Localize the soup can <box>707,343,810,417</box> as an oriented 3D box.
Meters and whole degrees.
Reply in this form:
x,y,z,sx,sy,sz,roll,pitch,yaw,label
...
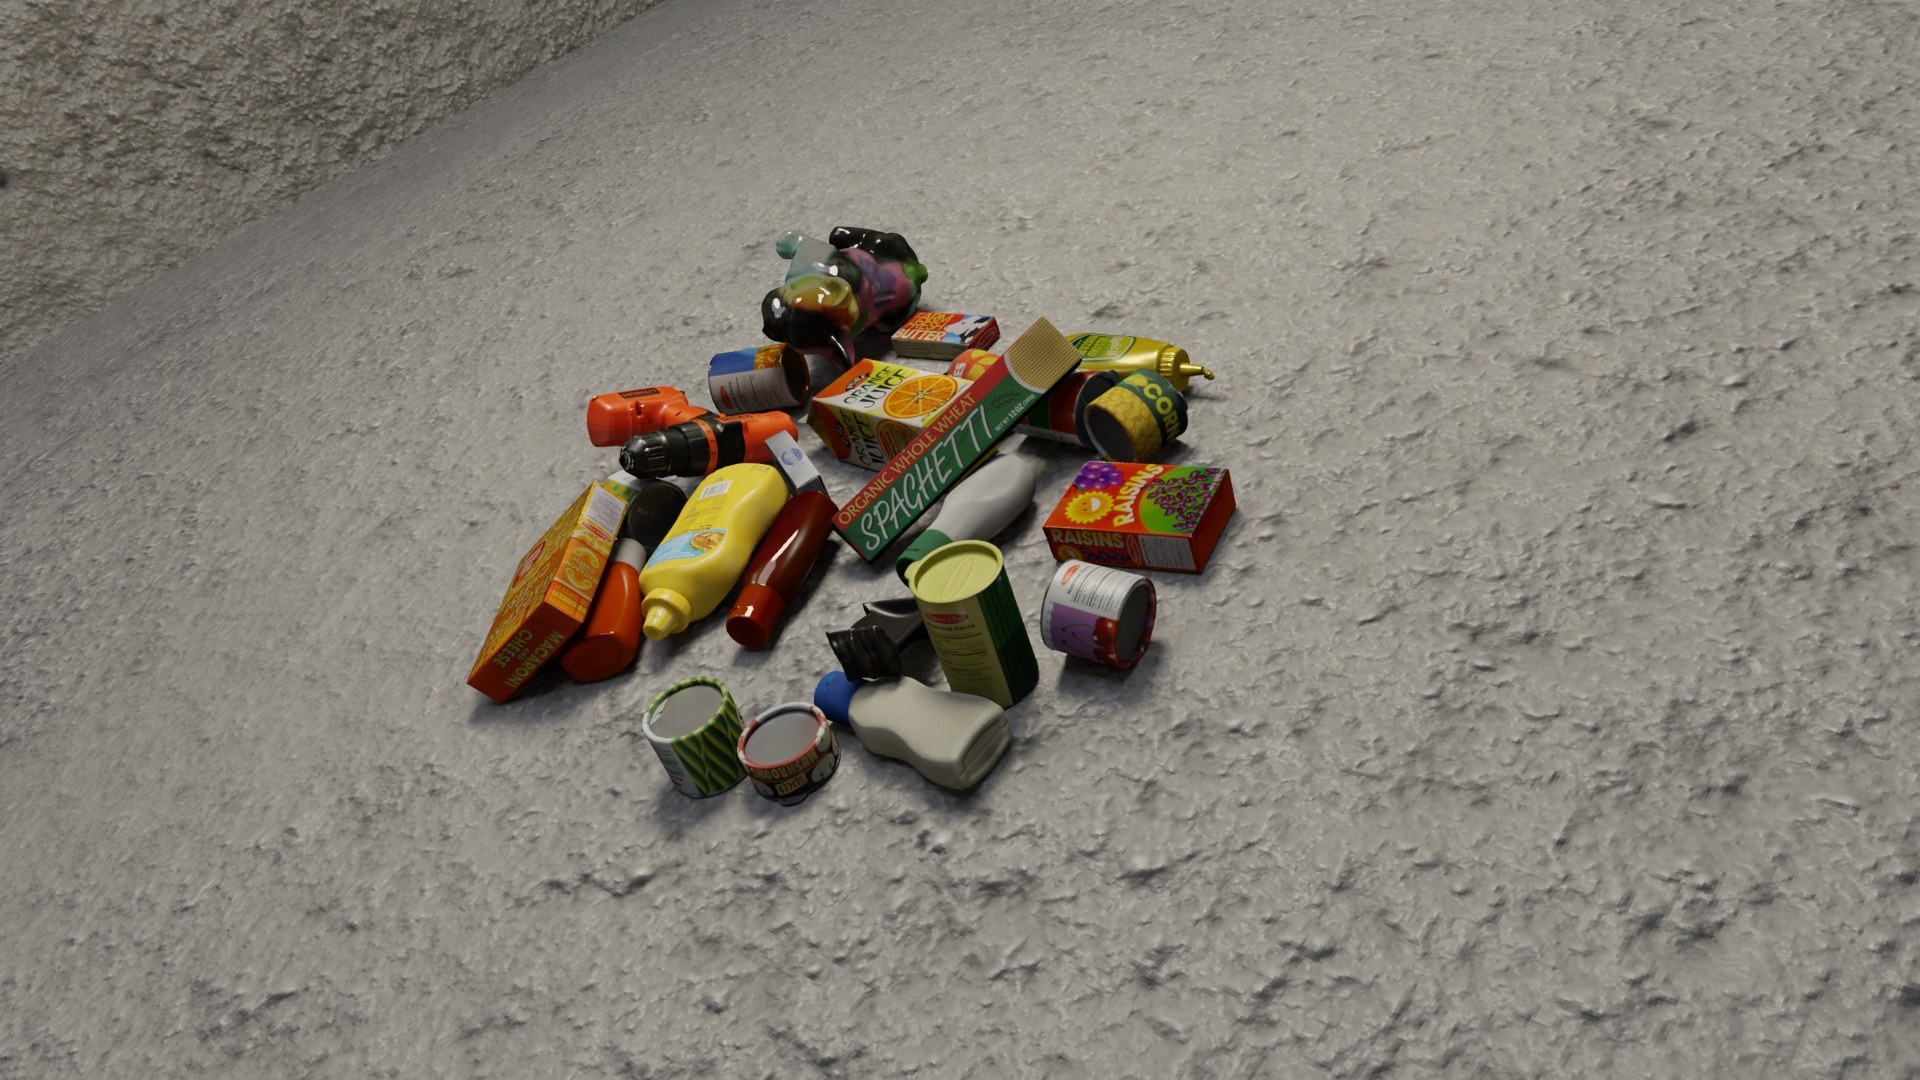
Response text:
x,y,z,sx,sy,sz,roll,pitch,yaw,label
-0.203,-0.165,1.414,0.084,0.071,0.072,-7,36,18,soup can

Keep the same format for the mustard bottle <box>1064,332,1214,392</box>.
x,y,z,sx,sy,sz,roll,pitch,yaw,label
0.152,-0.153,1.235,0.160,0.048,0.066,6,43,33,mustard bottle

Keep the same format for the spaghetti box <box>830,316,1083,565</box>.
x,y,z,sx,sy,sz,roll,pitch,yaw,label
-0.003,-0.082,1.150,0.250,0.050,0.028,-44,-5,-4,spaghetti box

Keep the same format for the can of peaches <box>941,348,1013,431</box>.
x,y,z,sx,sy,sz,roll,pitch,yaw,label
0.026,-0.135,1.256,0.071,0.071,0.058,-38,39,-24,can of peaches

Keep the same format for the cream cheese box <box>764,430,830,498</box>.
x,y,z,sx,sy,sz,roll,pitch,yaw,label
-0.141,-0.054,1.240,0.024,0.053,0.104,-29,35,-9,cream cheese box

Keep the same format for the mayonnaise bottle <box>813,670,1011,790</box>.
x,y,z,sx,sy,sz,roll,pitch,yaw,label
-0.039,0.124,0.957,0.148,0.041,0.065,13,45,40,mayonnaise bottle

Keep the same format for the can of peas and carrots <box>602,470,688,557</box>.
x,y,z,sx,sy,sz,roll,pitch,yaw,label
-0.292,-0.025,1.268,0.059,0.070,0.071,18,49,43,can of peas and carrots

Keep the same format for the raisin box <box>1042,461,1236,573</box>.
x,y,z,sx,sy,sz,roll,pitch,yaw,label
0.138,-0.020,1.067,0.123,0.040,0.086,5,42,32,raisin box

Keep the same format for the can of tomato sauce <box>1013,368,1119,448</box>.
x,y,z,sx,sy,sz,roll,pitch,yaw,label
0.088,-0.121,1.204,0.083,0.071,0.071,15,48,41,can of tomato sauce

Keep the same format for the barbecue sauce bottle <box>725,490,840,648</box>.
x,y,z,sx,sy,sz,roll,pitch,yaw,label
-0.149,0.024,1.141,0.064,0.043,0.149,-31,24,38,barbecue sauce bottle

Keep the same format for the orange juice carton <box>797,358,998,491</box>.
x,y,z,sx,sy,sz,roll,pitch,yaw,label
-0.065,-0.110,1.263,0.193,0.072,0.072,18,49,43,orange juice carton

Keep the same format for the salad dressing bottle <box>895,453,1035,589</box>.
x,y,z,sx,sy,sz,roll,pitch,yaw,label
0.004,-0.014,1.111,0.064,0.043,0.148,2,35,40,salad dressing bottle

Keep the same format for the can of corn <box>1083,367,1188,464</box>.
x,y,z,sx,sy,sz,roll,pitch,yaw,label
0.146,-0.100,1.148,0.058,0.071,0.071,-36,37,-20,can of corn

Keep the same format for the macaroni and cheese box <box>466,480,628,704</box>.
x,y,z,sx,sy,sz,roll,pitch,yaw,label
-0.347,0.042,1.176,0.123,0.040,0.167,-41,26,27,macaroni and cheese box

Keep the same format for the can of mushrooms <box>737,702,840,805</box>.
x,y,z,sx,sy,sz,roll,pitch,yaw,label
-0.120,0.148,0.970,0.071,0.033,0.071,-13,35,9,can of mushrooms

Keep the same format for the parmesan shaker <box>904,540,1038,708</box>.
x,y,z,sx,sy,sz,roll,pitch,yaw,label
0.009,0.060,0.966,0.071,0.102,0.072,-13,35,9,parmesan shaker

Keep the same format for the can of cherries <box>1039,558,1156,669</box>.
x,y,z,sx,sy,sz,roll,pitch,yaw,label
0.097,0.053,0.964,0.058,0.071,0.072,13,46,30,can of cherries

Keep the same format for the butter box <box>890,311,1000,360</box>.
x,y,z,sx,sy,sz,roll,pitch,yaw,label
-0.016,-0.208,1.416,0.103,0.024,0.053,10,45,36,butter box

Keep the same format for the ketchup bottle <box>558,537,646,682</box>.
x,y,z,sx,sy,sz,roll,pitch,yaw,label
-0.296,0.053,1.177,0.064,0.043,0.149,-25,32,14,ketchup bottle

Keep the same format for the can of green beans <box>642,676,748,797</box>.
x,y,z,sx,sy,sz,roll,pitch,yaw,label
-0.186,0.139,0.992,0.071,0.057,0.071,-13,35,10,can of green beans
